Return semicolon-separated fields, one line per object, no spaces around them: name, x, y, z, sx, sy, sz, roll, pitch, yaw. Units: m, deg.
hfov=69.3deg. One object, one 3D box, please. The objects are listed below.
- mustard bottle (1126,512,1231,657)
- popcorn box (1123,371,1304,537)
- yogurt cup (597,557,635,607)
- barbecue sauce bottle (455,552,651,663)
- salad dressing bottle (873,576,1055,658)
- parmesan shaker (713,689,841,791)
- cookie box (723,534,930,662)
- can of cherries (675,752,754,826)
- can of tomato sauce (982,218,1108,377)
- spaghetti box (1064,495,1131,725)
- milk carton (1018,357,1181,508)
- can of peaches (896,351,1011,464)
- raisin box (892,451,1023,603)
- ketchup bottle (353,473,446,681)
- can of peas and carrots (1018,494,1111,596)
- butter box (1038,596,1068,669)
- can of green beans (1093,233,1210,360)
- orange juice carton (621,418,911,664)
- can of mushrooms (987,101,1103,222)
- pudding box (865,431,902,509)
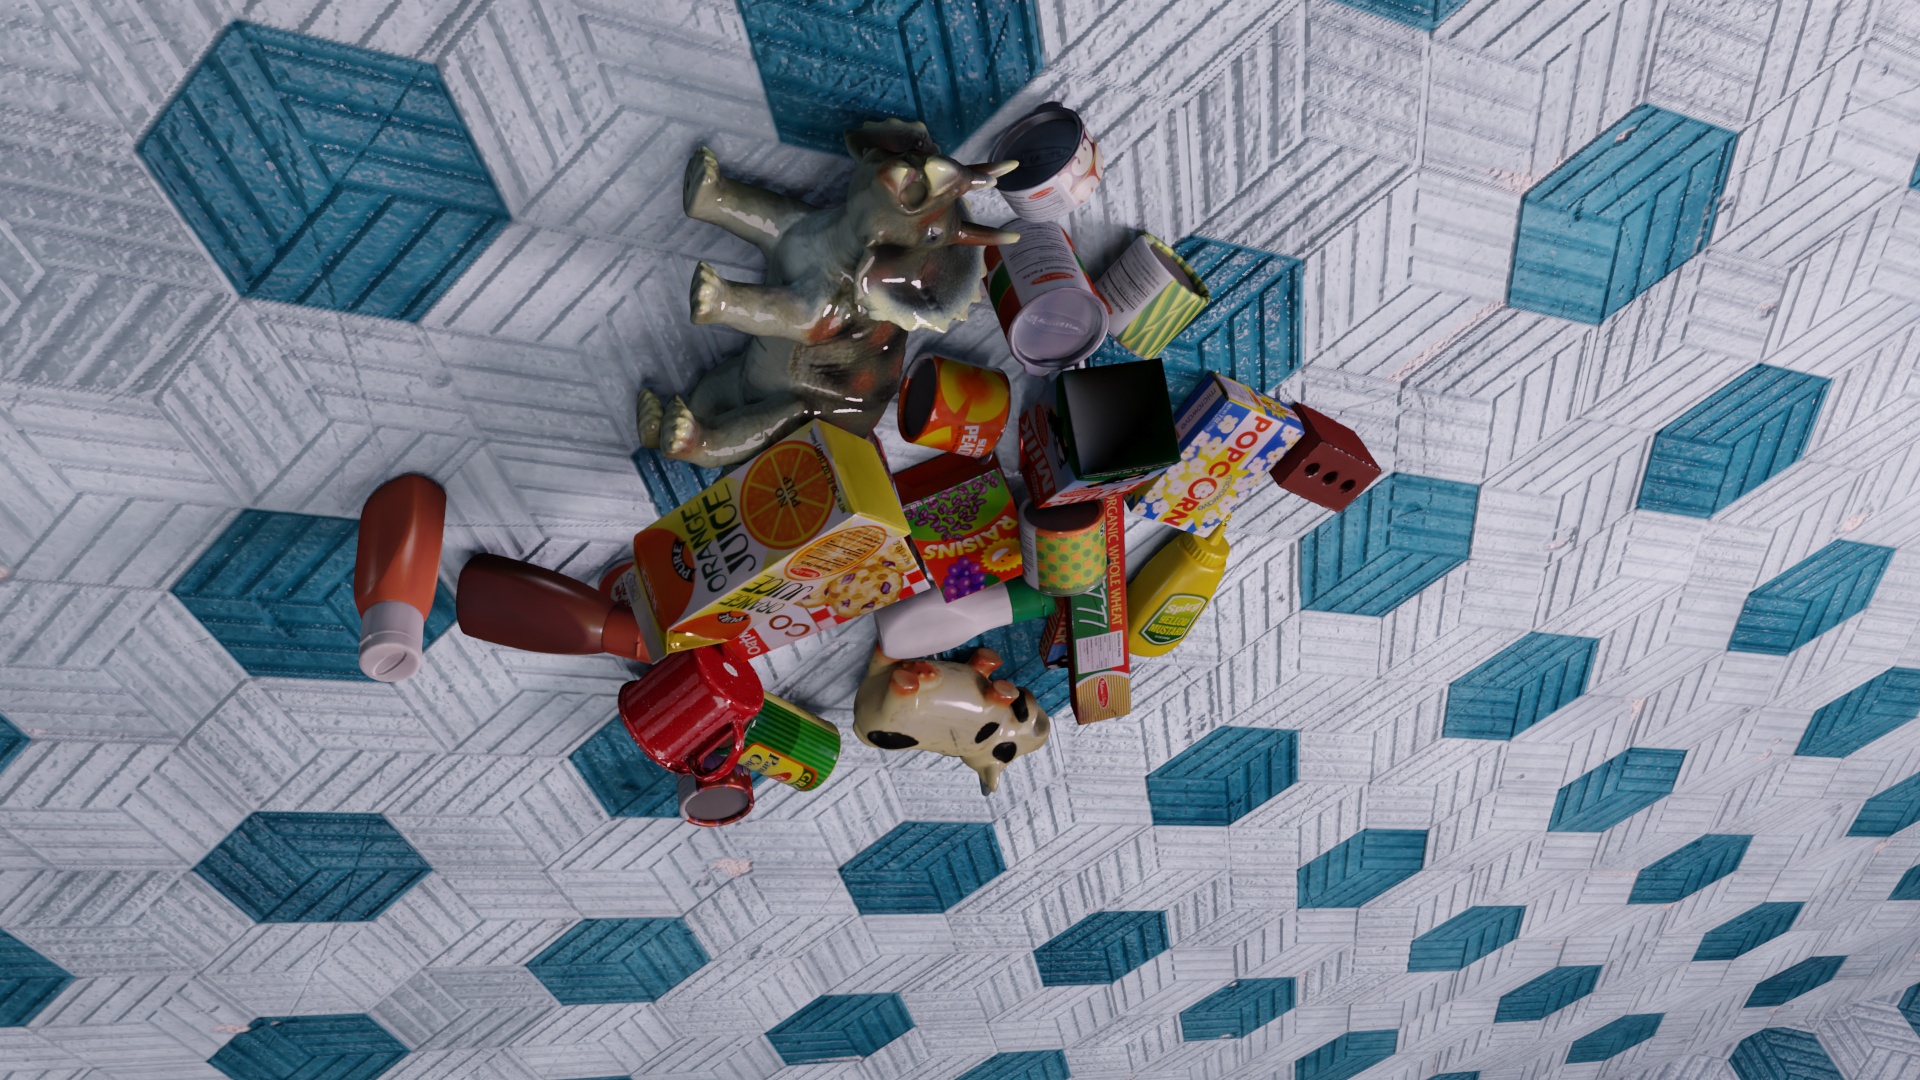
mustard bottle;0.188;0.034;1.185;0.065;0.049;0.159;7;132;-27
popcorn box;0.196;-0.065;1.093;0.085;0.038;0.126;17;127;-33
yogurt cup;-0.240;0.054;1.056;0.072;0.054;0.072;-10;137;-9
barbecue sauce bottle;-0.286;0.055;1.002;0.148;0.044;0.064;13;118;6
salad dressing bottle;0.004;0.059;1.154;0.148;0.044;0.064;-12;134;-9
parmesan shaker;-0.164;0.169;1.195;0.071;0.071;0.103;-38;134;20
cookie box;-0.122;0.020;1.071;0.167;0.040;0.122;-22;138;4
can of cherries;-0.215;0.211;1.224;0.071;0.058;0.071;-9;137;-9
can of tomato sauce;0.053;-0.161;0.912;0.071;0.083;0.070;-10;137;-9
spaghetti box;0.112;0.049;1.153;0.050;0.029;0.248;-12;125;-7
milk carton;0.091;-0.069;0.992;0.072;0.073;0.190;-9;175;-9
can of peaches;-0.005;-0.093;0.972;0.058;0.071;0.071;12;130;-27
raisin box;0.004;-0.014;1.081;0.086;0.040;0.123;-23;136;3
ketchup bottle;-0.370;0.025;0.911;0.064;0.149;0.043;-36;133;18
can of peas and carrots;0.080;0.000;1.056;0.071;0.071;0.058;-11;124;-7
butter box;0.105;0.070;1.213;0.053;0.024;0.103;-3;135;-16
can of green beans;0.127;-0.166;0.945;0.071;0.071;0.057;24;122;-36
orange juice carton;-0.137;0.006;0.895;0.192;0.072;0.073;-31;159;17
can of mushrooms;0.053;-0.232;0.853;0.071;0.071;0.033;-32;138;14
pudding box;-0.072;-0.050;0.983;0.030;0.084;0.049;-31;136;13
